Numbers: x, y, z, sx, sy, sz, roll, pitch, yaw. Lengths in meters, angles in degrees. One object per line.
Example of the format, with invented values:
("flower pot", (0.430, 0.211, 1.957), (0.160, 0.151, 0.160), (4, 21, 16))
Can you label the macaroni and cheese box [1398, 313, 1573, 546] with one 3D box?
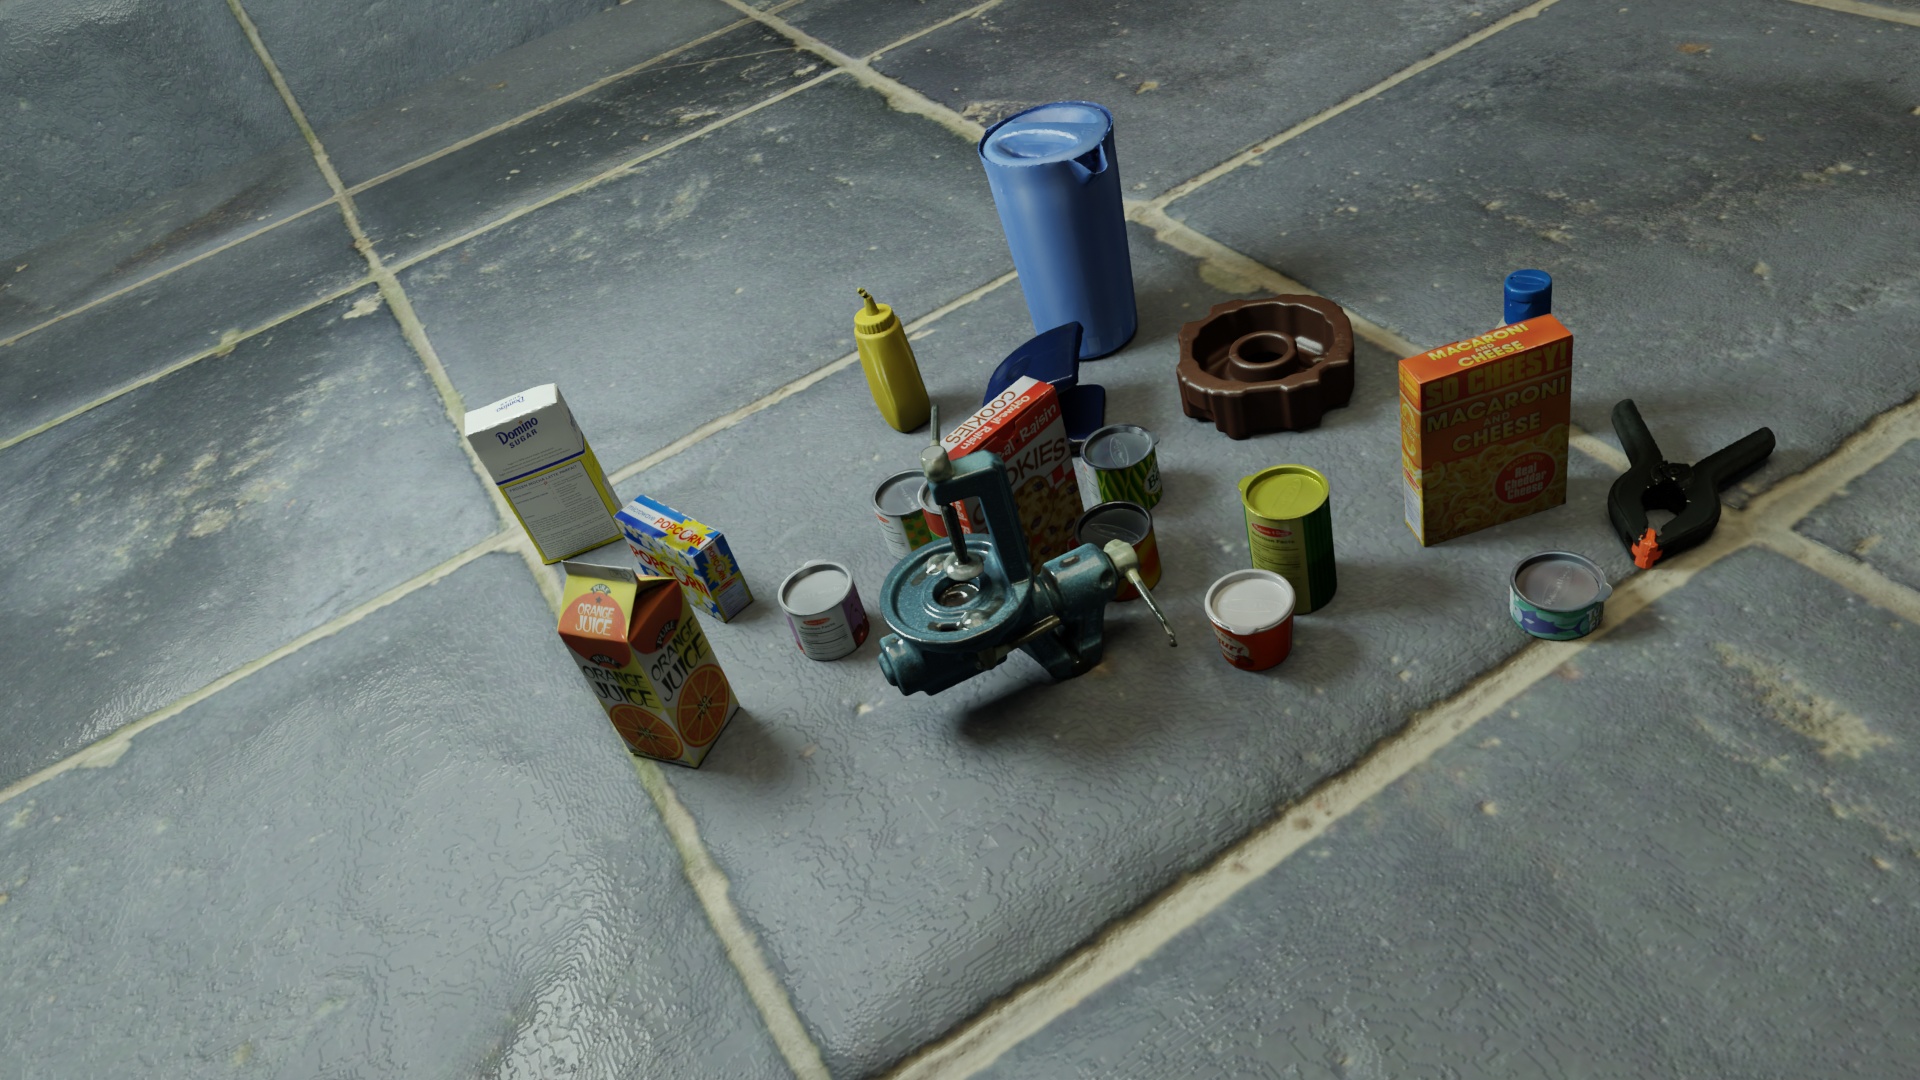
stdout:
("macaroni and cheese box", (0.411, -0.084, 1.091), (0.124, 0.165, 0.040), (-18, 39, 0))

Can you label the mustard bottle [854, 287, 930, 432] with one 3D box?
("mustard bottle", (-0.073, -0.186, 1.392), (0.049, 0.159, 0.065), (-29, 40, -14))

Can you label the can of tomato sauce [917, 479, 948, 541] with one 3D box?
("can of tomato sauce", (0.004, -0.015, 1.224), (0.071, 0.082, 0.071), (-10, 39, 9))

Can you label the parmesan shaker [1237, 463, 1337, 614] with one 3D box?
("parmesan shaker", (0.259, -0.001, 1.098), (0.071, 0.102, 0.072), (-10, 39, 9))

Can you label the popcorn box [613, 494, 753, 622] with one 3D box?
("popcorn box", (-0.256, 0.015, 1.281), (0.127, 0.084, 0.038), (23, 54, 39))

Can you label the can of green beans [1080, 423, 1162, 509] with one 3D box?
("can of green beans", (0.145, -0.063, 1.248), (0.071, 0.057, 0.071), (-10, 39, 9))

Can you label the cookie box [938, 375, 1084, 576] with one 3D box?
("cookie box", (0.043, -0.036, 1.167), (0.040, 0.166, 0.123), (25, 55, 40))

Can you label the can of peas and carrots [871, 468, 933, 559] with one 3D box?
("can of peas and carrots", (-0.040, -0.024, 1.270), (0.071, 0.058, 0.071), (-10, 39, 9))

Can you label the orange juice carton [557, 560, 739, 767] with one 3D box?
("orange juice carton", (-0.253, 0.089, 1.108), (0.072, 0.191, 0.073), (6, 45, 27))

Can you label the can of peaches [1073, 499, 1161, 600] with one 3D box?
("can of peaches", (0.131, 0.010, 1.167), (0.071, 0.057, 0.071), (-10, 39, 9))

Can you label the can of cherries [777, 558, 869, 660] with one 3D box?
("can of cherries", (-0.117, 0.059, 1.199), (0.071, 0.058, 0.072), (-10, 39, 9))

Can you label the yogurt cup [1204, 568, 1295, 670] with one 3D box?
("yogurt cup", (0.226, 0.063, 1.073), (0.072, 0.053, 0.073), (-10, 39, 9))

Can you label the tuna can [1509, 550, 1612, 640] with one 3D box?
("tuna can", (0.447, 0.041, 1.035), (0.071, 0.032, 0.071), (-10, 39, 9))

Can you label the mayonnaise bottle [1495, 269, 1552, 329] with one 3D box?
("mayonnaise bottle", (0.475, -0.156, 1.166), (0.065, 0.147, 0.041), (17, 50, 35))
